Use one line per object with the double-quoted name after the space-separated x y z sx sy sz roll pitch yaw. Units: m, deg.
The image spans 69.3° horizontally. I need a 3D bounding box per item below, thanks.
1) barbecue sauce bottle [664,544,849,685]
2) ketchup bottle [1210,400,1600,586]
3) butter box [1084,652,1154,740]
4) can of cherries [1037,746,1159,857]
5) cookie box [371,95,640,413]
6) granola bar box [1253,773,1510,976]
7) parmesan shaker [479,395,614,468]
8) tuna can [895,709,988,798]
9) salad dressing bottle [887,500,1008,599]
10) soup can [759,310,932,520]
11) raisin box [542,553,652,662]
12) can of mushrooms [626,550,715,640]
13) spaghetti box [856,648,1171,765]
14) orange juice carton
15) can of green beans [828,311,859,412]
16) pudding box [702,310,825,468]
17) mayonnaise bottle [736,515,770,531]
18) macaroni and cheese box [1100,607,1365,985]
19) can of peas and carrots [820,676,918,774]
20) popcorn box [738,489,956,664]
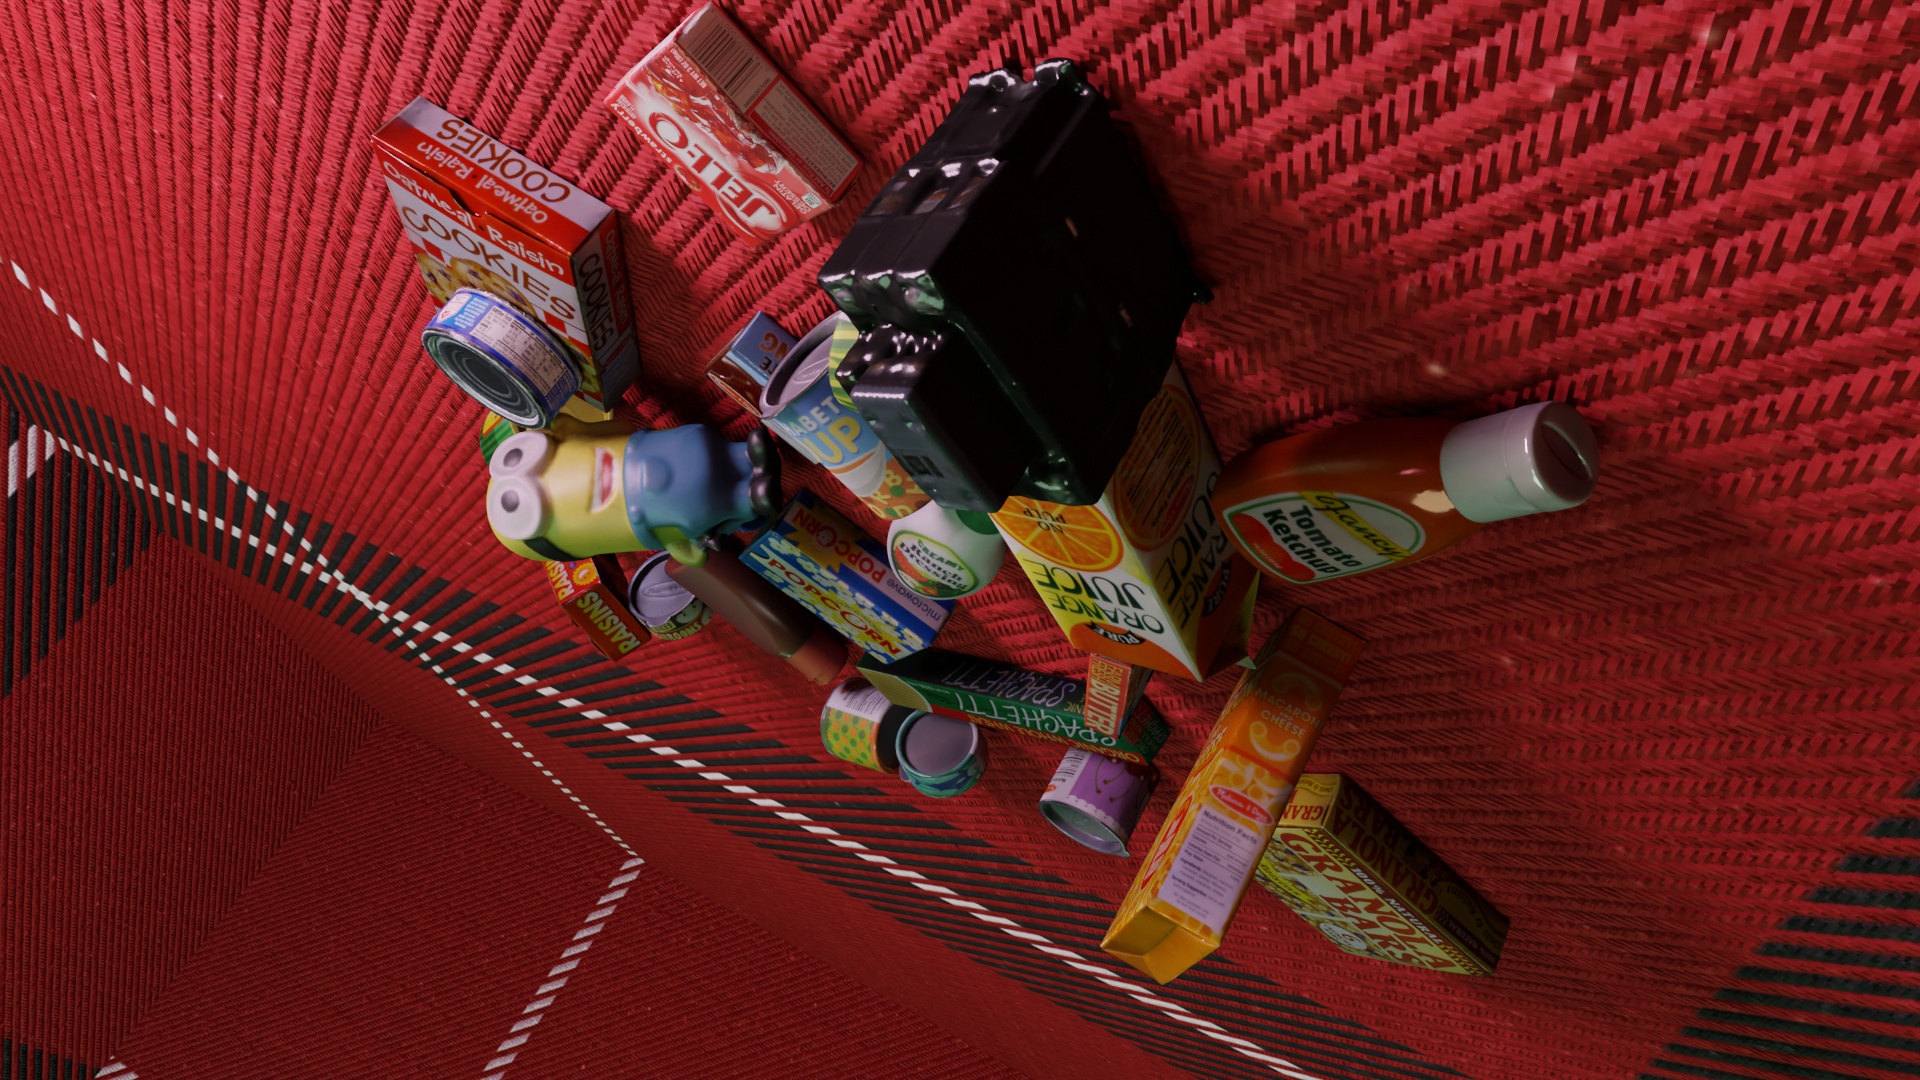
-0.149 0.052 1.039 0.148 0.044 0.064 42 155 -21 "barbecue sauce bottle"
0.163 -0.019 0.520 0.064 0.044 0.148 41 154 -18 "ketchup bottle"
0.090 0.066 0.760 0.024 0.053 0.103 23 155 15 "butter box"
0.098 0.175 0.955 0.071 0.058 0.071 26 154 14 "can of cherries"
-0.245 -0.151 0.768 0.123 0.040 0.166 30 156 5 "cookie box"
0.239 0.207 0.867 0.165 0.039 0.124 41 155 -18 "granola bar box"
-0.278 -0.073 0.920 0.071 0.071 0.103 41 155 -18 "parmesan shaker"
-0.016 0.158 1.048 0.071 0.071 0.032 19 151 28 "tuna can"
0.003 -0.009 0.734 0.064 0.044 0.147 35 156 -4 "salad dressing bottle"
-0.045 -0.058 0.664 0.083 0.071 0.071 44 154 -25 "soup can"
-0.298 0.027 1.106 0.124 0.040 0.085 54 174 41 "raisin box"
-0.223 0.044 1.080 0.071 0.071 0.033 17 154 30 "can of mushrooms"
0.028 0.106 0.945 0.250 0.029 0.050 7 146 45 "spaghetti box"
0.077 -0.002 0.622 0.072 0.073 0.192 12 150 37 "orange juice carton"
-0.015 -0.078 0.594 0.058 0.071 0.071 22 154 23 "can of green beans"
-0.089 -0.078 0.731 0.083 0.030 0.049 39 156 -14 "pudding box"
-0.183 -0.030 0.924 0.148 0.041 0.064 7 145 45 "mayonnaise bottle"
0.132 0.128 0.686 0.040 0.167 0.123 29 155 9 "macaroni and cheese box"
-0.065 0.147 1.088 0.059 0.071 0.070 10 148 39 "can of peas and carrots"
-0.074 0.026 0.904 0.126 0.038 0.085 37 157 -11 "popcorn box"
